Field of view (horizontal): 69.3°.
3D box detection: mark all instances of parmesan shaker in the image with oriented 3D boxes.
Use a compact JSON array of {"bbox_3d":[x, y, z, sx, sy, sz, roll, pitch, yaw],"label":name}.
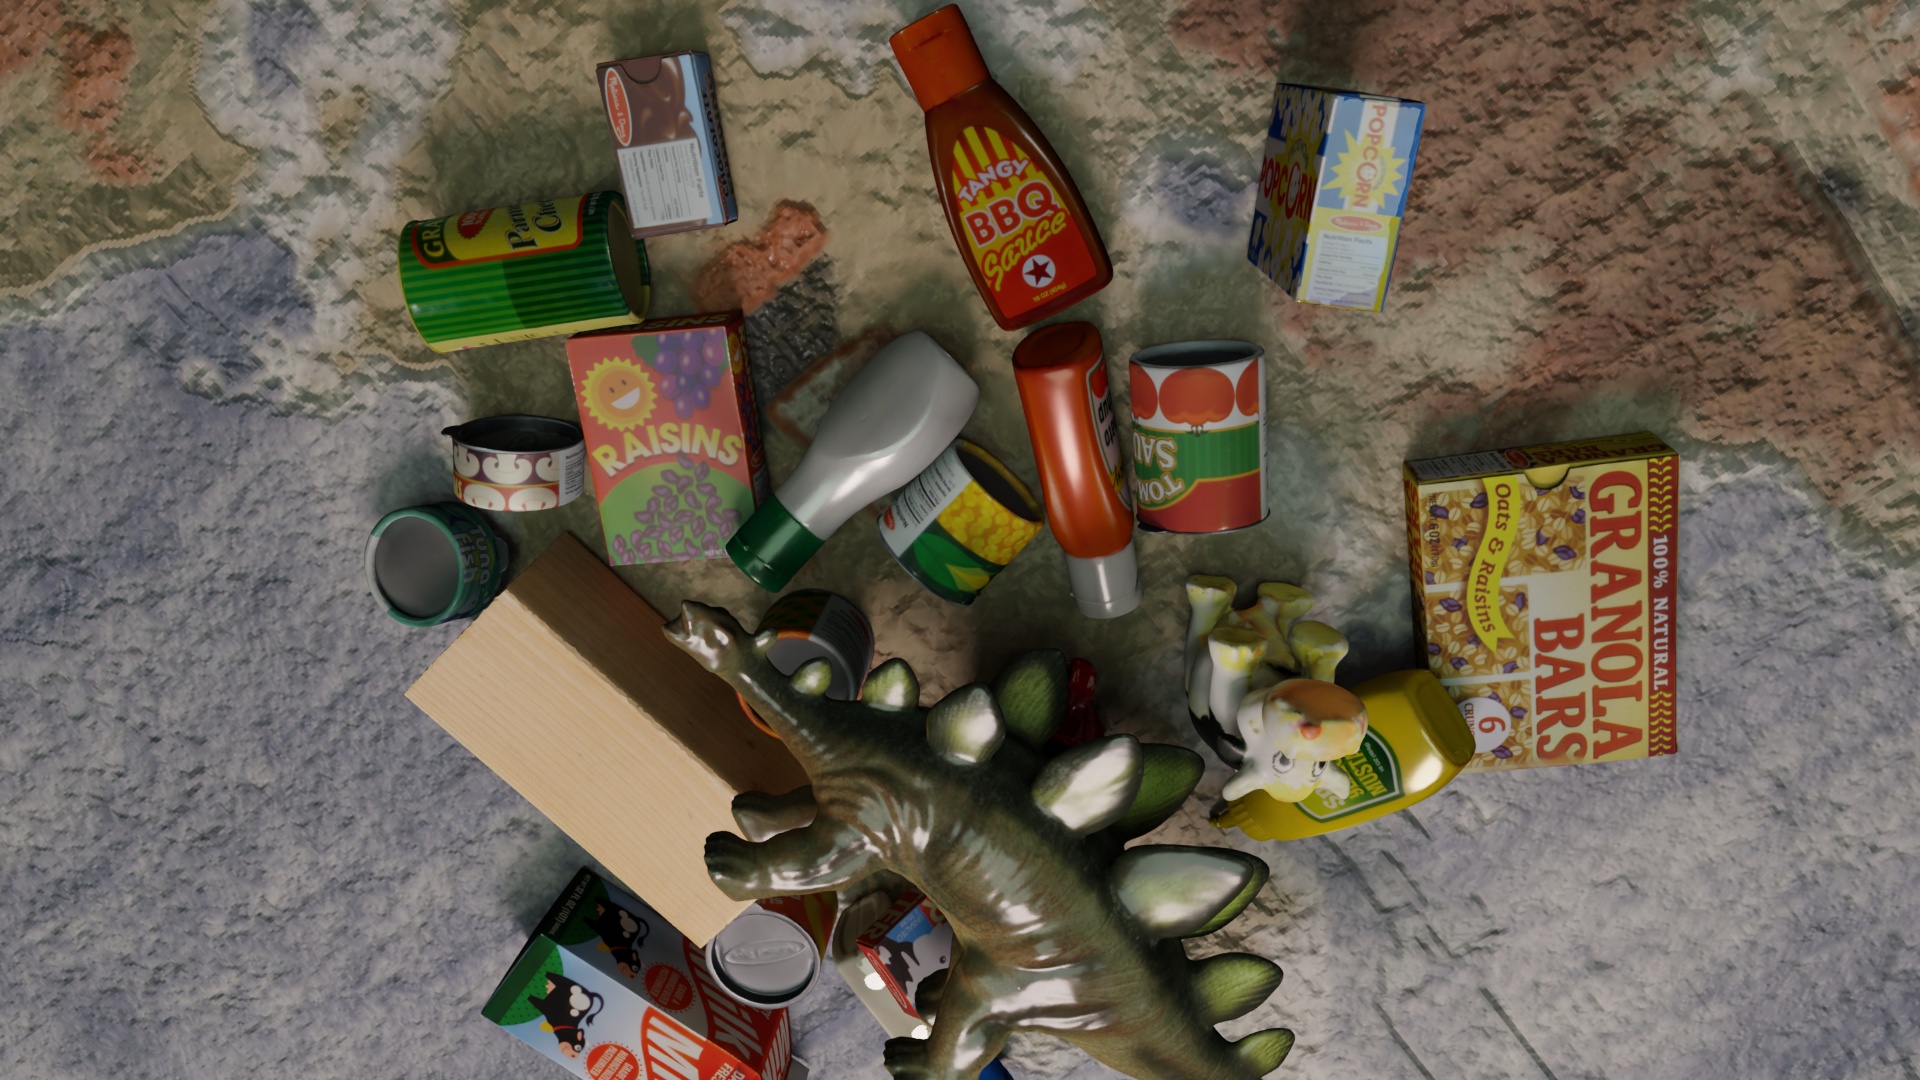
[{"bbox_3d":[-0.213,-0.134,0.687,0.103,0.071,0.071,-8,108,4],"label":"parmesan shaker"}]

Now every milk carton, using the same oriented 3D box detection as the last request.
[{"bbox_3d":[-0.174,0.287,0.824,0.190,0.072,0.073,35,108,-7],"label":"milk carton"}]

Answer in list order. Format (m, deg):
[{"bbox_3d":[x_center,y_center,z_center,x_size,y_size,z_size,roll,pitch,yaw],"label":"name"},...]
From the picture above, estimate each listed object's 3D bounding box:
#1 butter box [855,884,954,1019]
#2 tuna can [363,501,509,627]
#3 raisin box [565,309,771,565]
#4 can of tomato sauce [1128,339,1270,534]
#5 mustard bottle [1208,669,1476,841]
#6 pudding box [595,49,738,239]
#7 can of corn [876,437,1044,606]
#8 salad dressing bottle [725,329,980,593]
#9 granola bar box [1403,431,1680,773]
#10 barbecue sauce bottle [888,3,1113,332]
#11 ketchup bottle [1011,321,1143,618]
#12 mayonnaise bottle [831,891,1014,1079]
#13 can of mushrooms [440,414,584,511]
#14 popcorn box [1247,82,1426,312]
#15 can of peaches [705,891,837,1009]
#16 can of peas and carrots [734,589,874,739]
[{"bbox_3d":[-0.004,0.210,0.775,0.104,0.024,0.053,-39,105,-28],"label":"butter box"},{"bbox_3d":[-0.284,0.013,0.752,0.071,0.033,0.071,2,97,17],"label":"tuna can"},{"bbox_3d":[-0.148,-0.053,0.723,0.086,0.040,0.123,-4,109,7],"label":"raisin box"},{"bbox_3d":[0.116,-0.052,0.684,0.071,0.071,0.082,-3,108,7],"label":"can of tomato sauce"},{"bbox_3d":[0.190,0.125,0.734,0.159,0.049,0.065,-39,77,38],"label":"mustard bottle"},{"bbox_3d":[-0.142,-0.194,0.679,0.049,0.030,0.083,-6,108,9],"label":"pudding box"},{"bbox_3d":[0.003,-0.009,0.711,0.071,0.071,0.058,40,108,-9],"label":"can of corn"},{"bbox_3d":[-0.056,-0.038,0.696,0.147,0.064,0.044,-46,140,3],"label":"salad dressing bottle"},{"bbox_3d":[0.297,0.035,0.711,0.124,0.039,0.165,-7,108,7],"label":"granola bar box"},{"bbox_3d":[0.015,-0.178,0.663,0.065,0.044,0.148,-24,105,14],"label":"barbecue sauce bottle"},{"bbox_3d":[0.062,-0.032,0.701,0.043,0.065,0.148,-6,117,16],"label":"ketchup bottle"},{"bbox_3d":[-0.020,0.278,0.814,0.041,0.065,0.147,-31,108,9],"label":"mayonnaise bottle"},{"bbox_3d":[-0.231,-0.041,0.720,0.071,0.071,0.033,7,111,3],"label":"can of mushrooms"},{"bbox_3d":[0.161,-0.155,0.613,0.038,0.127,0.085,7,110,-1],"label":"popcorn box"},{"bbox_3d":[-0.108,0.223,0.804,0.071,0.058,0.071,2,109,6],"label":"can of peaches"},{"bbox_3d":[-0.085,0.068,0.748,0.071,0.059,0.070,2,109,5],"label":"can of peas and carrots"}]
